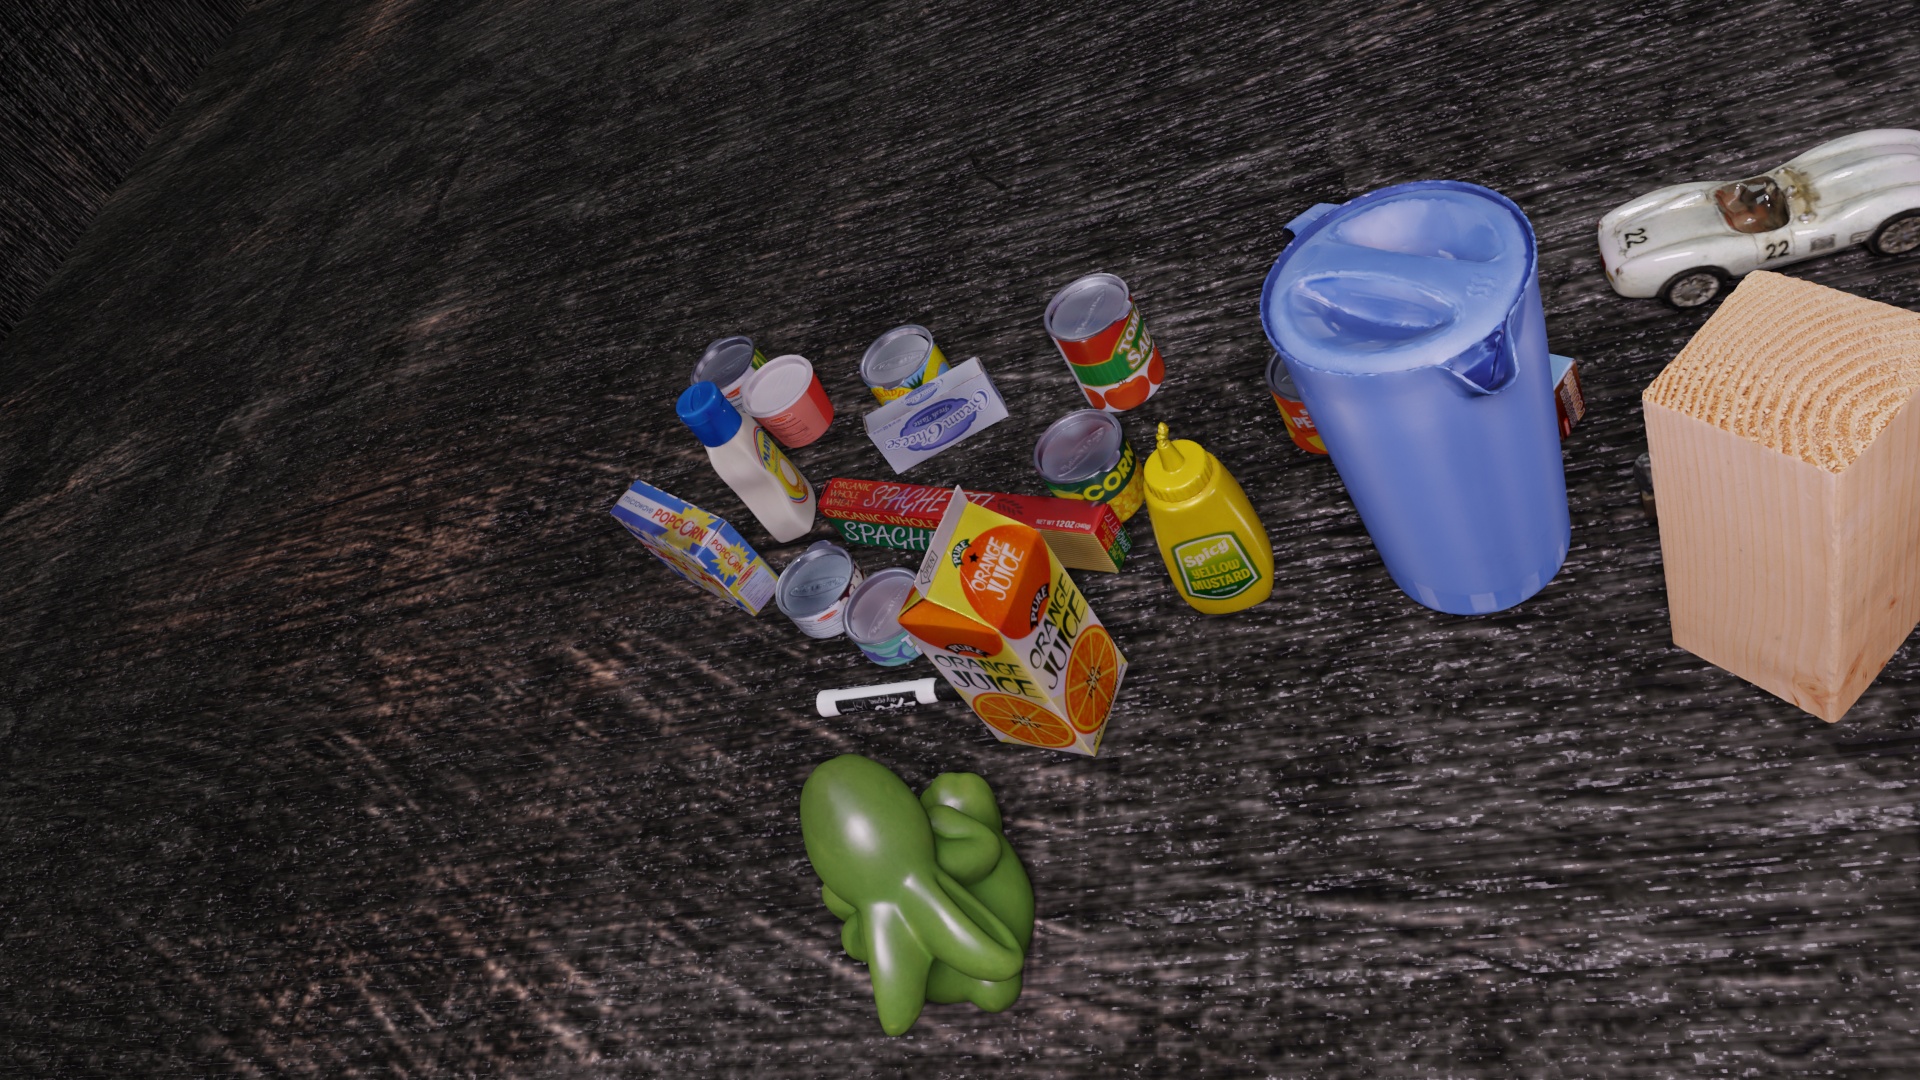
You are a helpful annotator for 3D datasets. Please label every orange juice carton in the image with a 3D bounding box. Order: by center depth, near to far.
[{"bbox_3d":[0.027,0.051,0.840,0.073,0.192,0.072,3,56,34],"label":"orange juice carton"}]

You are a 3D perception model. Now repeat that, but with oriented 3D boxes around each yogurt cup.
[{"bbox_3d":[-0.144,-0.116,1.186,0.072,0.053,0.073,-17,47,19],"label":"yogurt cup"}]

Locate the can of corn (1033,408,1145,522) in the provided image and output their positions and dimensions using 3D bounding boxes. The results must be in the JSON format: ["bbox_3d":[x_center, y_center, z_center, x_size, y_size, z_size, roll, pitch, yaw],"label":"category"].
[{"bbox_3d":[0.094,-0.048,0.979,0.071,0.058,0.071,-17,47,19],"label":"can of corn"}]

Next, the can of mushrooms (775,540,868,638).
[{"bbox_3d":[-0.102,0.037,1.045,0.071,0.033,0.071,-17,47,19],"label":"can of mushrooms"}]

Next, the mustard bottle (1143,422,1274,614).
[{"bbox_3d":[0.145,-0.015,0.847,0.065,0.159,0.049,-17,47,19],"label":"mustard bottle"}]

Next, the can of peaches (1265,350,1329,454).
[{"bbox_3d":[0.244,-0.098,0.930,0.071,0.058,0.071,-17,47,19],"label":"can of peaches"}]

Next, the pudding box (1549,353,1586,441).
[{"bbox_3d":[0.345,-0.098,0.874,0.084,0.049,0.030,24,69,42],"label":"pudding box"}]

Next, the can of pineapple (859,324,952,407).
[{"bbox_3d":[-0.041,-0.131,1.132,0.071,0.057,0.071,-17,47,19],"label":"can of pineapple"}]

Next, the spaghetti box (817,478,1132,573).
[{"bbox_3d":[0.004,-0.013,1.010,0.250,0.050,0.029,6,58,35],"label":"spaghetti box"}]

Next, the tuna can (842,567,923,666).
[{"bbox_3d":[-0.047,0.056,0.996,0.071,0.032,0.071,-17,47,19],"label":"tuna can"}]

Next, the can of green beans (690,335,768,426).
[{"bbox_3d":[-0.196,-0.138,1.233,0.071,0.057,0.071,-17,47,19],"label":"can of green beans"}]

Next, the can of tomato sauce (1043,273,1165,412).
[{"bbox_3d":[0.110,-0.146,1.034,0.071,0.082,0.071,-17,47,19],"label":"can of tomato sauce"}]

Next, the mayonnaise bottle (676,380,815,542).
[{"bbox_3d":[-0.166,-0.063,1.087,0.041,0.147,0.065,-22,46,15],"label":"mayonnaise bottle"}]

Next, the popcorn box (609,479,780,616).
[{"bbox_3d":[-0.210,0.005,1.101,0.127,0.085,0.038,22,68,42],"label":"popcorn box"}]

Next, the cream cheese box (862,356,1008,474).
[{"bbox_3d":[-0.019,-0.098,1.094,0.104,0.053,0.024,-28,44,9],"label":"cream cheese box"}]
